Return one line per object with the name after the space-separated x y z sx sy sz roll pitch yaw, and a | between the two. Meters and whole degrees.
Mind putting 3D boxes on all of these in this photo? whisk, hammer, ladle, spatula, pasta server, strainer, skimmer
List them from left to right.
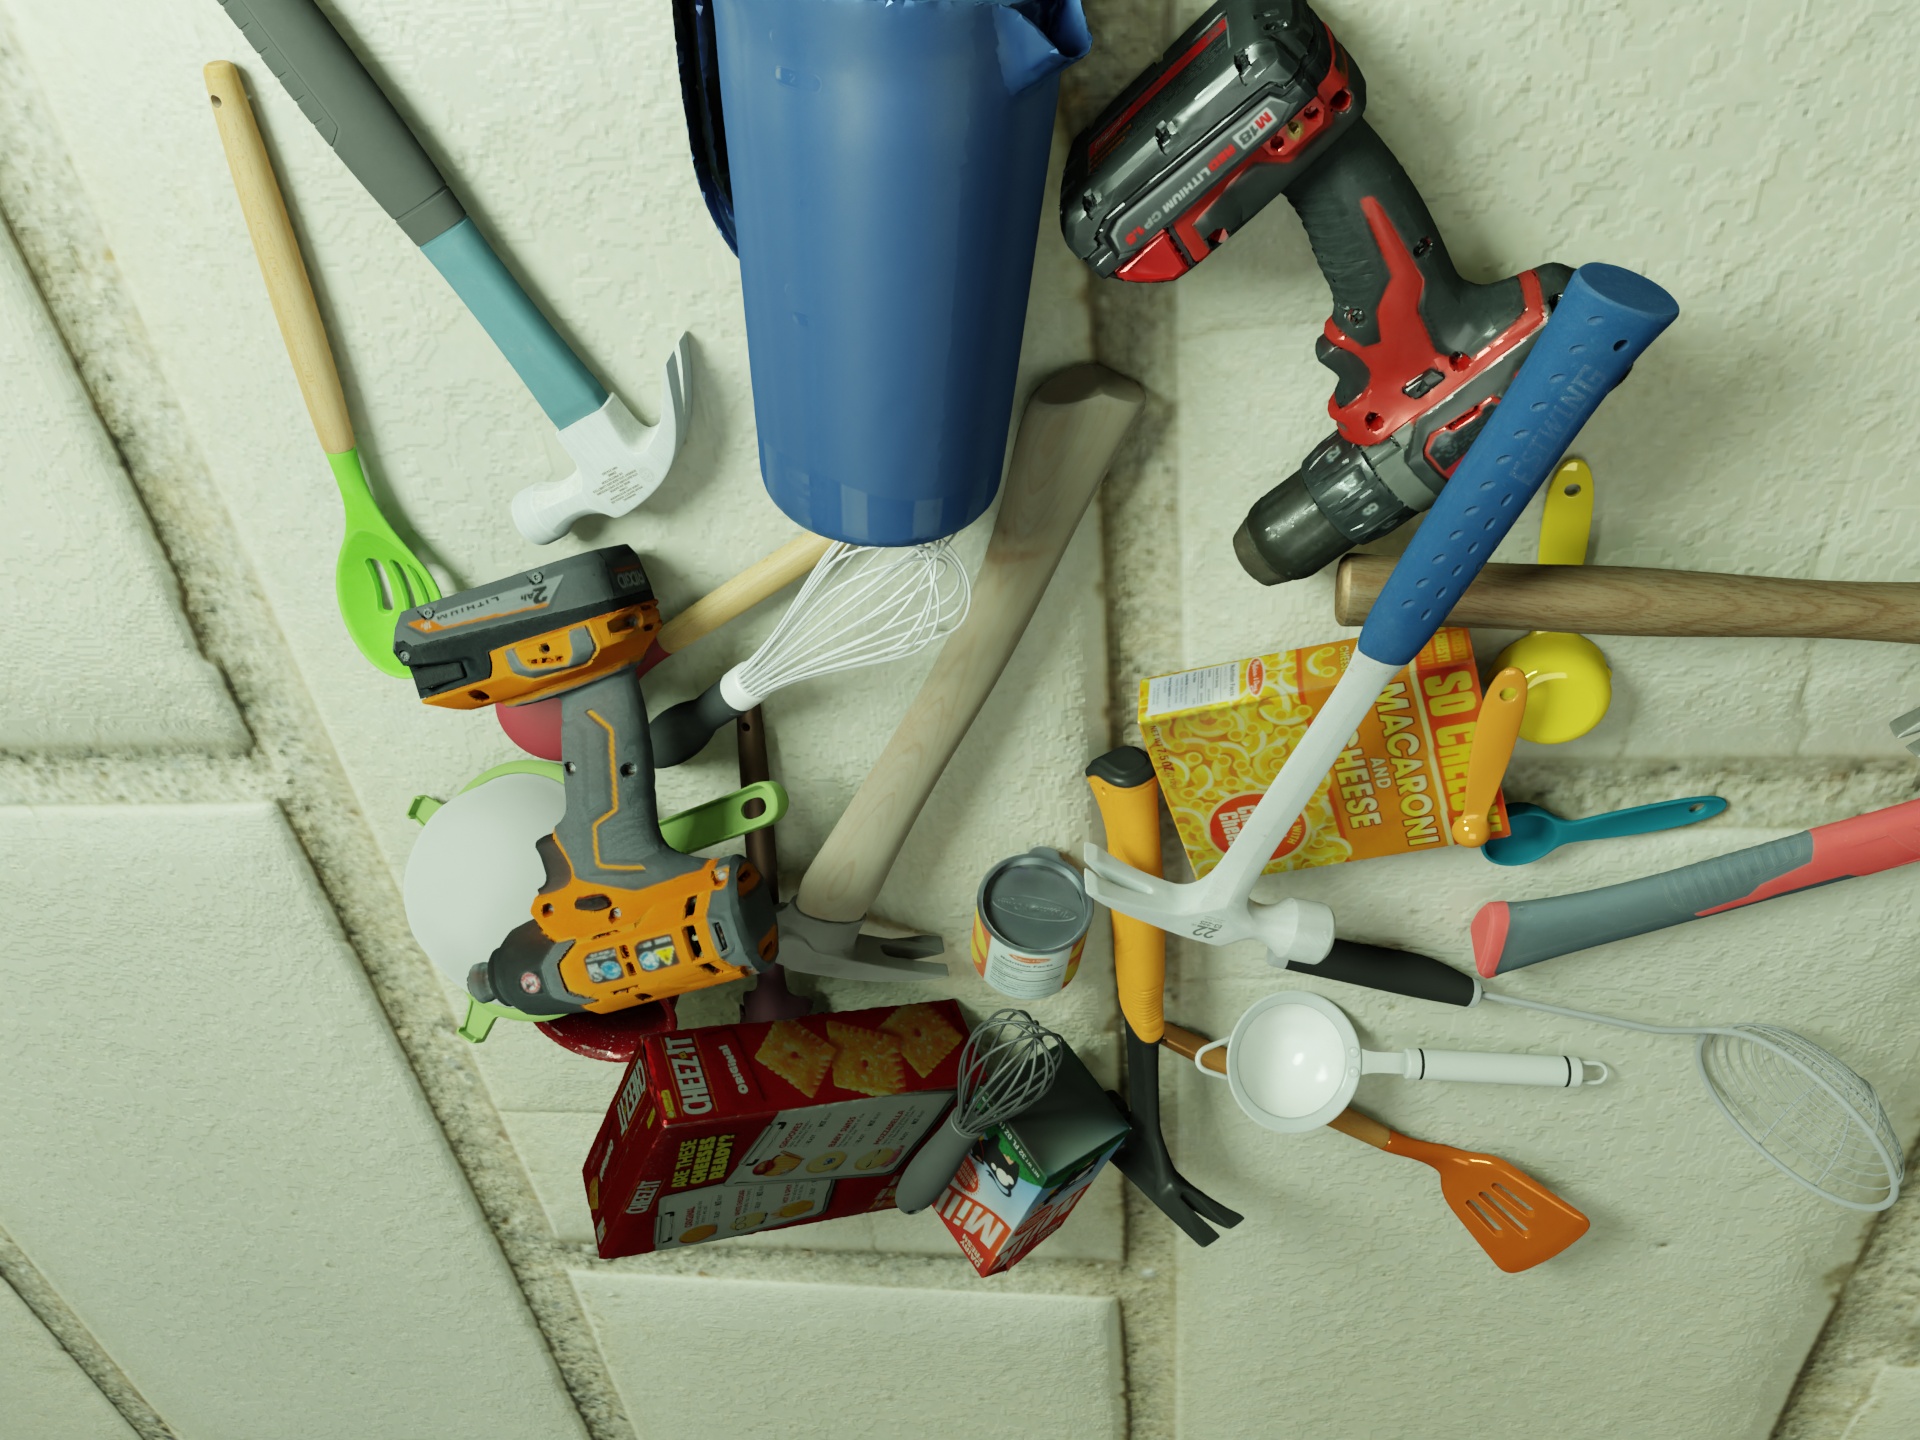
-0.237 -0.225 0.696 0.128 0.033 0.330 -20 124 25 | hammer
-0.215 0.080 0.874 0.256 0.069 0.151 -20 80 23 | strainer
-0.134 -0.053 0.831 0.315 0.031 0.069 -29 118 27 | ladle
-0.117 0.112 0.968 0.060 0.040 0.316 4 126 5 | pasta server
-0.092 -0.029 0.800 0.070 0.070 0.284 37 139 -21 | whisk
-0.001 -0.003 0.835 0.146 0.038 0.410 12 129 -22 | hammer
0.002 0.242 0.953 0.055 0.055 0.238 20 135 -8 | whisk
0.110 0.161 0.931 0.034 0.127 0.336 -25 128 -24 | hammer
0.255 0.268 1.029 0.322 0.041 0.081 27 129 -12 | spatula
0.182 -0.024 0.721 0.144 0.035 0.405 13 134 -11 | hammer
0.270 0.212 0.980 0.258 0.050 0.087 3 87 0 | strainer
0.354 0.199 0.922 0.363 0.090 0.127 12 162 2 | skimmer
0.340 -0.051 0.729 0.331 0.031 0.130 2 118 5 | hammer
0.466 0.079 0.838 0.386 0.038 0.143 -22 125 25 | hammer

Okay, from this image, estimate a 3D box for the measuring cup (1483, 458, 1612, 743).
0.287 -0.051 0.760 0.062 0.029 0.156 -2 130 10 | measuring cup

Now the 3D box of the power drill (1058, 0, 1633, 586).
0.141 -0.164 0.662 0.226 0.080 0.188 37 126 -24 | power drill

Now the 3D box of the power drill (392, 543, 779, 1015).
-0.202 0.040 0.806 0.164 0.084 0.226 -16 97 10 | power drill

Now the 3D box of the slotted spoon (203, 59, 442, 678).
-0.306 -0.155 0.770 0.070 0.031 0.313 11 130 19 | slotted spoon

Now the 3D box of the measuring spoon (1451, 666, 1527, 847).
0.261 0.022 0.783 0.021 0.011 0.116 3 130 5 | measuring spoon

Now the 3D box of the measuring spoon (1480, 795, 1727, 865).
0.341 0.050 0.851 0.128 0.021 0.042 -10 133 5 | measuring spoon
